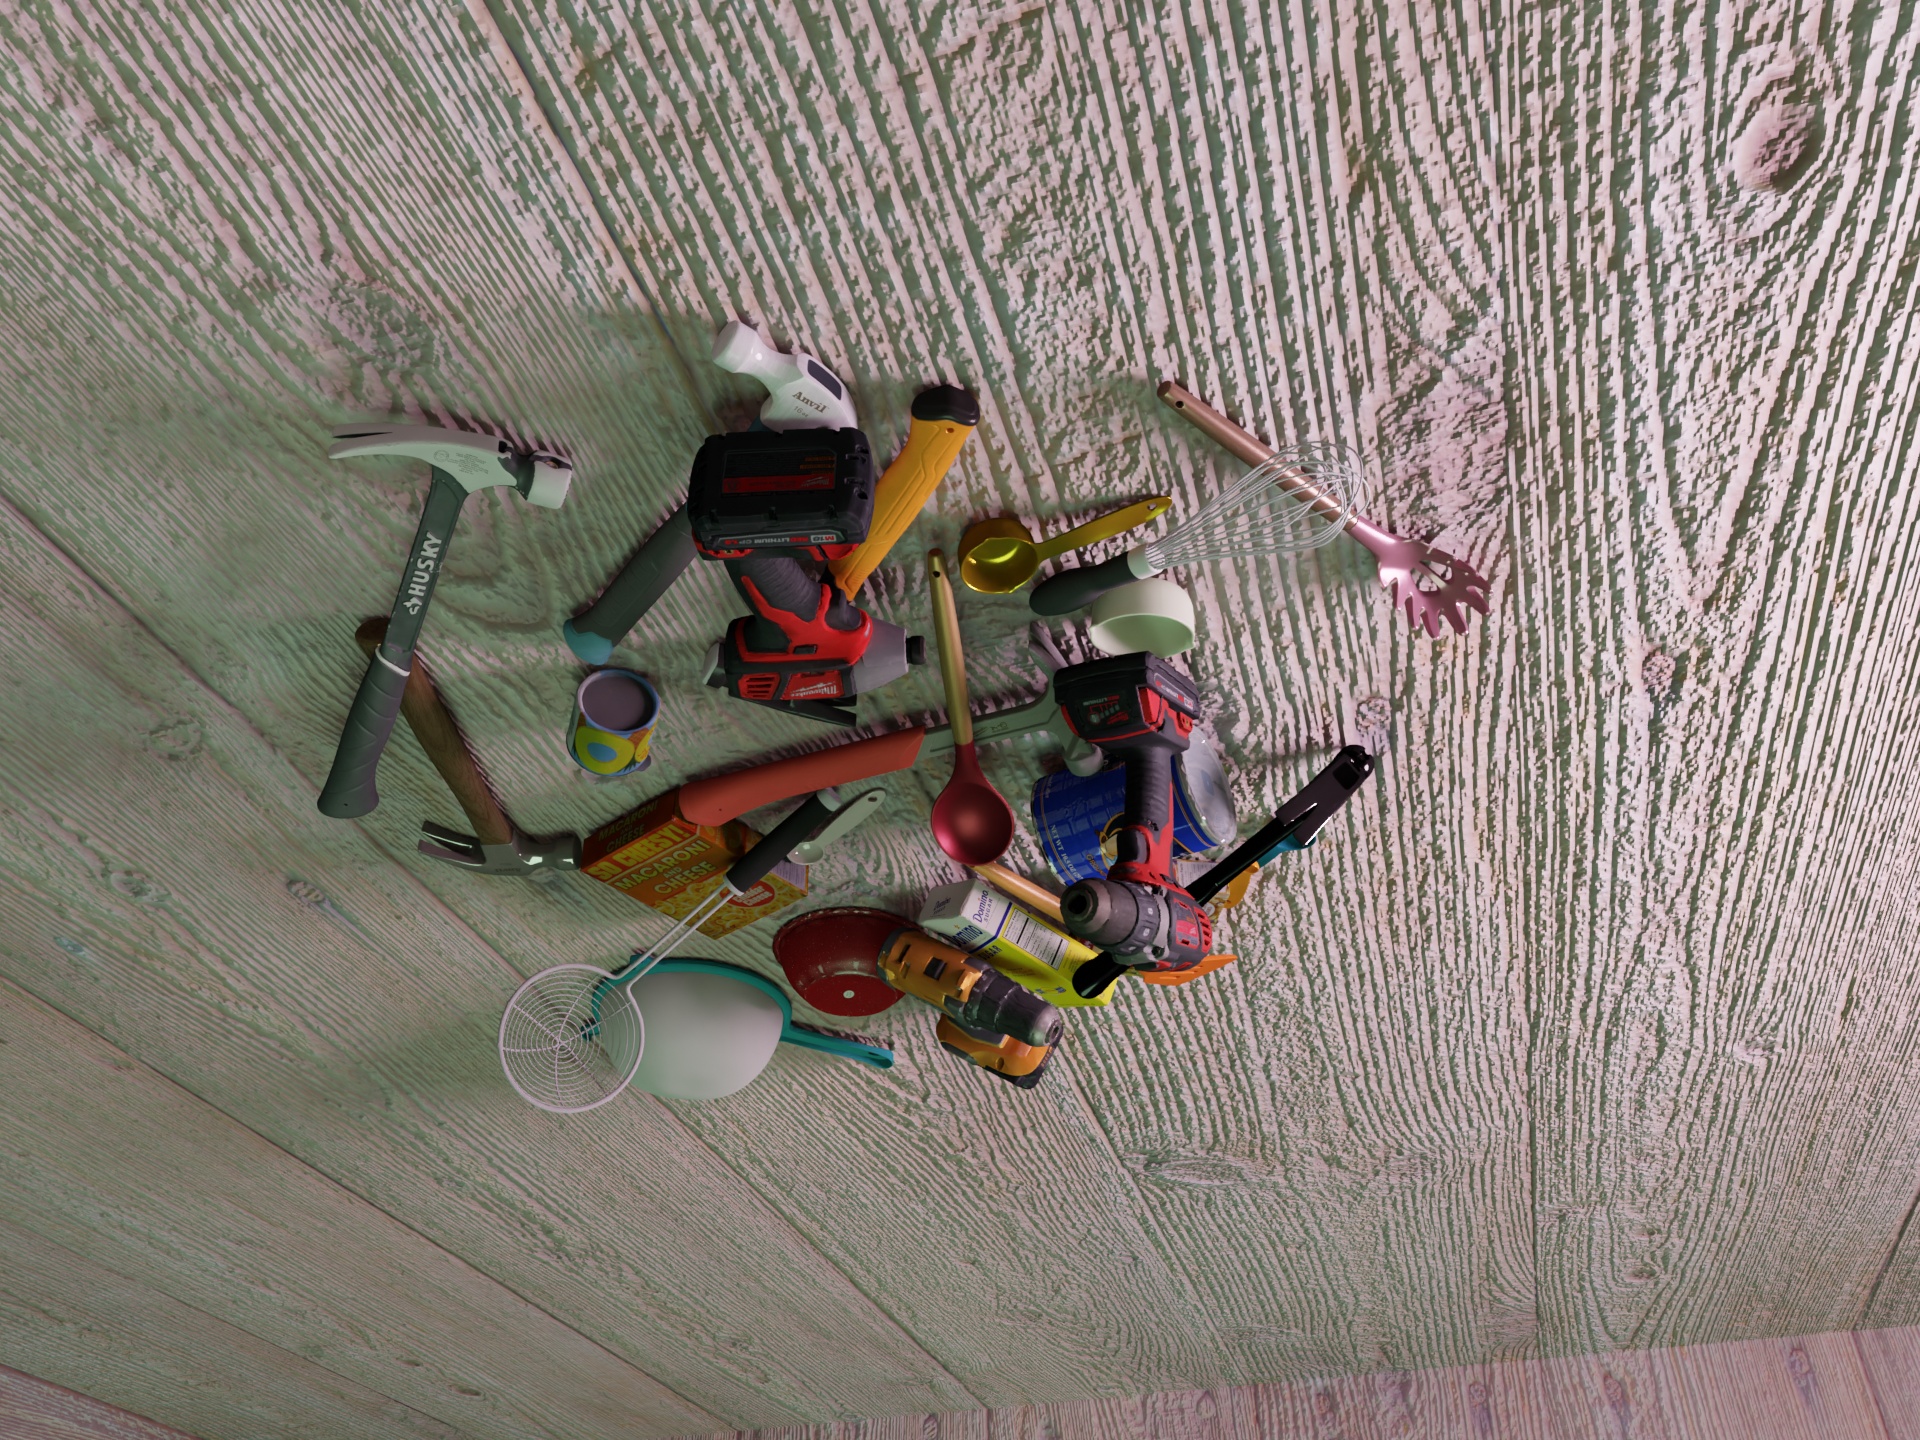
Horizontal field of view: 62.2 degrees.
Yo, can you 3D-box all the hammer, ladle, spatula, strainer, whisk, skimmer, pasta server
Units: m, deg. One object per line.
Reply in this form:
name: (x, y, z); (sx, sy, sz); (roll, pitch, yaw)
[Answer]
hammer: (-0.422, 0.033, 1.315); (0.130, 0.031, 0.331); (-4, 142, 4)
hammer: (-0.186, -0.136, 1.099); (0.128, 0.033, 0.331); (25, 136, -28)
ladle: (-0.002, -0.004, 1.220); (0.069, 0.031, 0.315); (-1, 133, 8)
hammer: (-0.069, -0.110, 1.133); (0.127, 0.034, 0.336); (17, 139, -21)
spatula: (0.122, 0.184, 1.466); (0.322, 0.041, 0.081); (32, 134, -27)
strainer: (-0.228, 0.358, 1.687); (0.340, 0.095, 0.211); (18, 138, -21)
whisk: (0.150, -0.117, 1.075); (0.070, 0.070, 0.284); (31, 146, -34)
hammer: (-0.073, 0.023, 1.297); (0.359, 0.037, 0.149); (-14, 132, 19)
hammer: (0.209, 0.144, 1.358); (0.035, 0.146, 0.334); (50, 123, 7)
hammer: (-0.413, -0.057, 1.154); (0.149, 0.036, 0.408); (13, 135, -25)
skimmer: (-0.242, 0.190, 1.367); (0.363, 0.090, 0.127); (-42, 98, 9)
pasta server: (0.252, -0.145, 1.091); (0.316, 0.040, 0.060); (28, 122, -30)

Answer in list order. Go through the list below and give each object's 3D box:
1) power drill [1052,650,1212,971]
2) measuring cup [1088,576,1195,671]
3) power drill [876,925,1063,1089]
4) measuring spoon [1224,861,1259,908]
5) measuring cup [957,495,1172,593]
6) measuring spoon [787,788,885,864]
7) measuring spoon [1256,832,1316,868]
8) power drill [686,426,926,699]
power drill: (0.121, 0.068, 1.165); (0.080, 0.227, 0.187); (-12, 161, 28)
measuring cup: (0.121, -0.061, 1.207); (0.083, 0.038, 0.167); (9, 158, -13)
power drill: (0.033, 0.286, 1.538); (0.185, 0.084, 0.226); (21, 161, 28)
measuring spoon: (0.259, 0.152, 1.488); (0.021, 0.011, 0.116); (13, 153, 3)
measuring cup: (0.072, -0.135, 1.119); (0.156, 0.029, 0.062); (-20, 143, 5)
measuring spoon: (-0.109, 0.090, 1.413); (0.034, 0.018, 0.124); (30, 126, -33)
measuring spoon: (0.277, 0.115, 1.451); (0.042, 0.021, 0.128); (21, 147, -17)
power drill: (-0.100, -0.092, 1.069); (0.143, 0.079, 0.219); (-2, 146, 3)
